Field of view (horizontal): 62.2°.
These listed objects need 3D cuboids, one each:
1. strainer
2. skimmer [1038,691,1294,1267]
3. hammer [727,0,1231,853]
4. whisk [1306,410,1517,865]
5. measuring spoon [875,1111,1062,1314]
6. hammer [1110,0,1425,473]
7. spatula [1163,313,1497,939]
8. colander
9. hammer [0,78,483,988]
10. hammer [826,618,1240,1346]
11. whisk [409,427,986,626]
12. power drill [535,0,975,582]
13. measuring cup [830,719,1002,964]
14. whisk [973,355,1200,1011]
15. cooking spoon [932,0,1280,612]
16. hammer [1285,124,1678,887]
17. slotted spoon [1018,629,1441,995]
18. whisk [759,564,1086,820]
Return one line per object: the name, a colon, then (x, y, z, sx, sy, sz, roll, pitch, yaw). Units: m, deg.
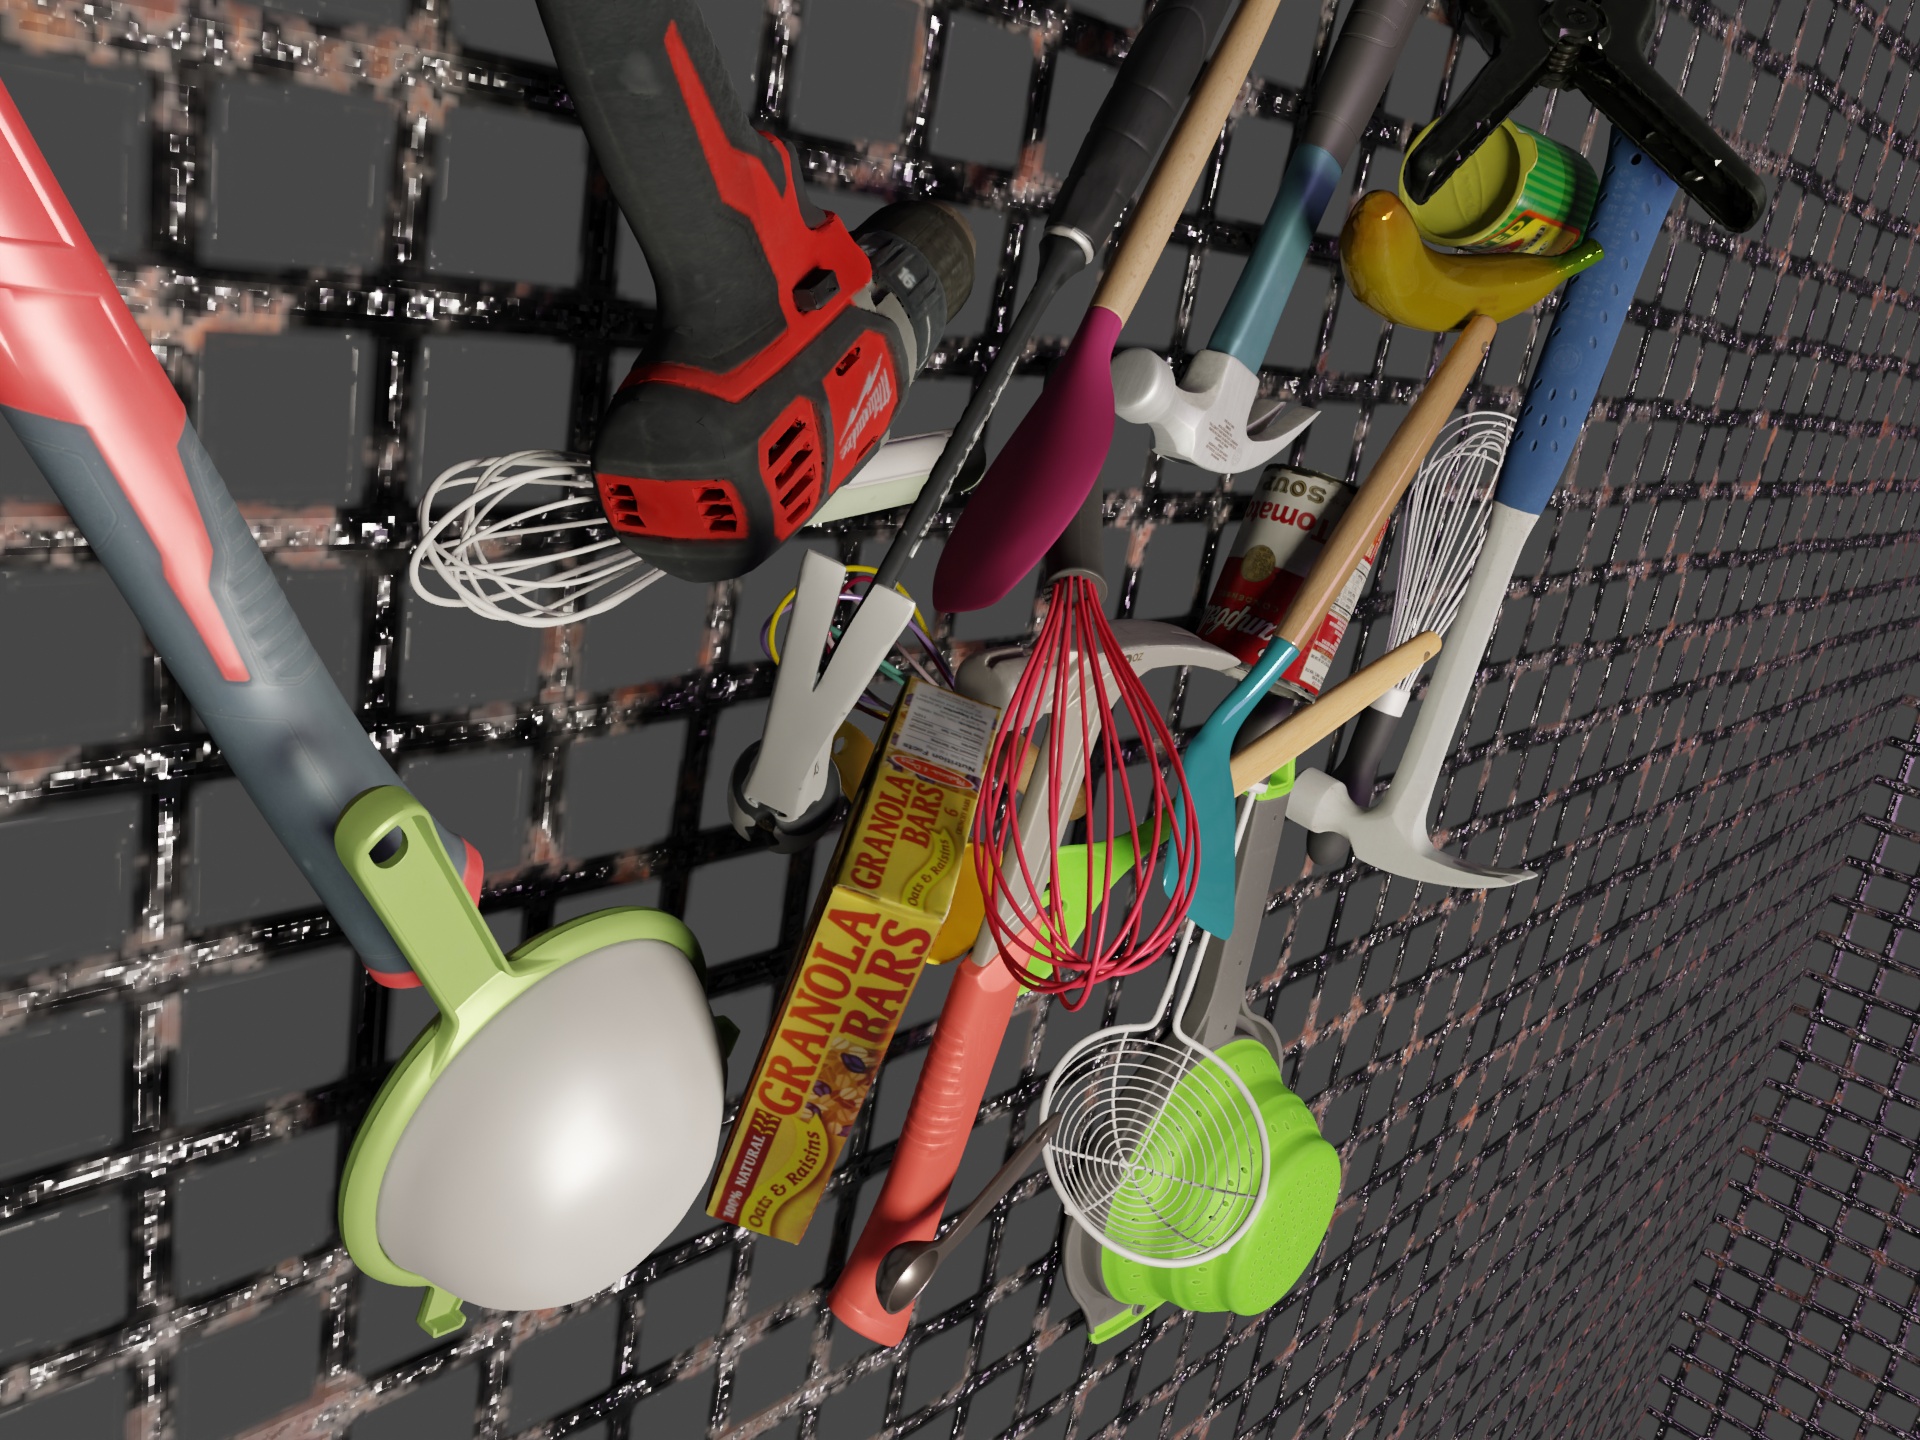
strainer: (-0.125, 0.110, 0.489, 0.151, 0.069, 0.256, -44, 153, -26)
skimmer: (0.138, 0.094, 0.824, 0.090, 0.127, 0.363, -141, -112, -83)
hammer: (0.029, -0.151, 0.535, 0.409, 0.036, 0.149, -64, -179, -23)
whisk: (0.265, -0.043, 0.935, 0.070, 0.070, 0.284, 3, 111, -50)
measuring spoon: (0.003, 0.214, 0.712, 0.124, 0.018, 0.034, -39, 146, -35)
hammer: (0.167, -0.266, 0.717, 0.128, 0.033, 0.331, 24, 90, -52)
spatula: (0.173, -0.052, 0.732, 0.317, 0.044, 0.082, -58, 141, -5)
colander: (0.172, 0.204, 0.918, 0.204, 0.095, 0.397, -11, 117, -47)
hammer: (-0.214, -0.065, 0.366, 0.143, 0.038, 0.385, -39, 135, -29)
hammer: (0.014, 0.124, 0.694, 0.149, 0.037, 0.359, -8, 123, -47)
whisk: (-0.072, -0.074, 0.526, 0.246, 0.058, 0.059, -21, 159, -48)
power drill: (-0.057, -0.175, 0.443, 0.188, 0.080, 0.226, -57, 144, -45)
measuring cup: (-0.029, 0.045, 0.654, 0.062, 0.029, 0.156, -51, 138, -18)
whisk: (0.041, -0.032, 0.557, 0.073, 0.073, 0.296, 62, 23, -46)
cooking spoon: (0.064, -0.173, 0.609, 0.017, 0.069, 0.319, 39, 65, -31)
hammer: (0.295, -0.100, 0.838, 0.035, 0.144, 0.405, -6, 118, -47)
slotted spoon: (0.128, 0.034, 0.791, 0.314, 0.031, 0.070, -32, 132, -21)
whisk: (0.001, -0.003, 0.651, 0.244, 0.051, 0.047, 35, 75, -55)
